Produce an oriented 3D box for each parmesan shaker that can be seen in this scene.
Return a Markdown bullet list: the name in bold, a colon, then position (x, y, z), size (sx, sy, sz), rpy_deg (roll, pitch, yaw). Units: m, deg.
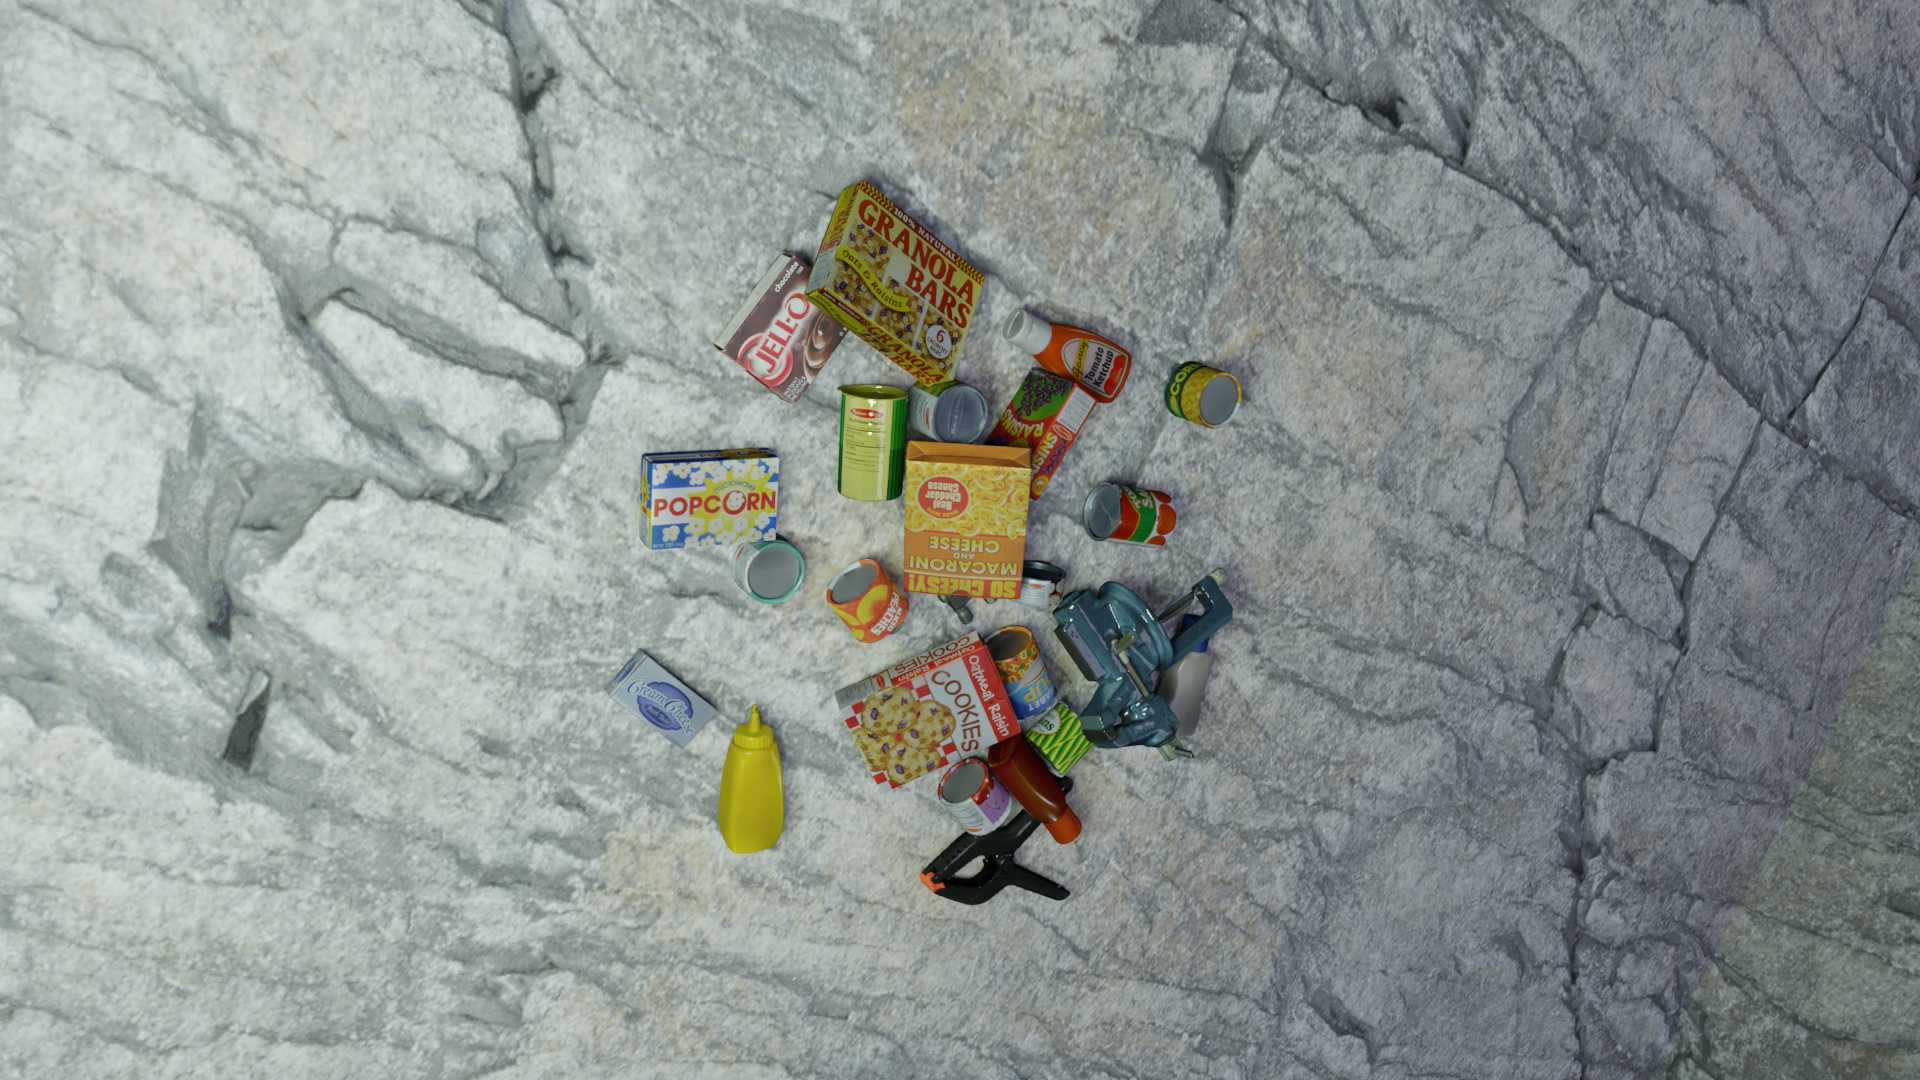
- **parmesan shaker**: position (-0.089, -0.097, 1.362), size (0.071, 0.071, 0.102), rpy_deg (-6, 111, -29)

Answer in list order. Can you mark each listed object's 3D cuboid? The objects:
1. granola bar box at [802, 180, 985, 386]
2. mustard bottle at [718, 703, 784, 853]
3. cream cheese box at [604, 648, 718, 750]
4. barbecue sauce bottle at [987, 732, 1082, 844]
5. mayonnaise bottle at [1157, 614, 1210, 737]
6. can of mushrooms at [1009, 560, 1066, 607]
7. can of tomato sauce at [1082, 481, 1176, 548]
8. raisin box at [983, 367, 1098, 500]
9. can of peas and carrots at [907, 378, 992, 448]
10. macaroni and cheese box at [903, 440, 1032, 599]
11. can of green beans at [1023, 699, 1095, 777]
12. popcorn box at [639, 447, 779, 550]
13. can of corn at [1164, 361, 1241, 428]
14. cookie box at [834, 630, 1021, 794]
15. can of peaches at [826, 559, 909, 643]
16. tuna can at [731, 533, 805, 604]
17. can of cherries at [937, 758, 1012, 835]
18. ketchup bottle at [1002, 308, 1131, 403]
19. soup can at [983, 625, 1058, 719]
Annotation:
- **granola bar box**: position (-0.060, -0.241, 1.314), size (0.165, 0.039, 0.124), rpy_deg (33, 63, -35)
- **mustard bottle**: position (-0.211, 0.238, 1.416), size (0.065, 0.049, 0.159), rpy_deg (-4, 108, -30)
- **cream cheese box**: position (-0.291, 0.156, 1.353), size (0.053, 0.024, 0.103), rpy_deg (-49, 124, -7)
- **barbecue sauce bottle**: position (0.087, 0.285, 1.586), size (0.043, 0.065, 0.148), rpy_deg (-25, 115, 23)
- **mayonnaise bottle**: position (0.272, 0.164, 1.686), size (0.065, 0.041, 0.147), rpy_deg (5, 104, -34)
- **can of mushrooms**: position (0.081, 0.046, 1.515), size (0.071, 0.071, 0.033), rpy_deg (-3, 109, -30)
- **can of tomato sauce**: position (0.190, -0.029, 1.551), size (0.083, 0.071, 0.071), rpy_deg (7, 103, -33)
- **raisin box**: position (0.077, -0.111, 1.442), size (0.040, 0.086, 0.123), rpy_deg (31, 90, -37)
- **can of peas and carrots**: position (-0.012, -0.131, 1.398), size (0.071, 0.059, 0.070), rpy_deg (-11, 113, -28)
- **macaroni and cheese box**: position (0.005, -0.018, 1.400), size (0.124, 0.040, 0.165), rpy_deg (4, 126, 1)
- **can of green beans**: position (0.115, 0.229, 1.598), size (0.058, 0.071, 0.071), rpy_deg (-40, 123, -12)
- **popcorn box**: position (-0.236, -0.040, 1.307), size (0.127, 0.038, 0.085), rpy_deg (-5, 109, -30)
- **can of corn**: position (0.271, -0.165, 1.556), size (0.071, 0.058, 0.071), rpy_deg (-11, 113, -28)
- **cookie box**: position (-0.033, 0.184, 1.480), size (0.167, 0.040, 0.122), rpy_deg (-24, 119, -3)
- **can of peaches**: position (-0.093, 0.062, 1.410), size (0.071, 0.071, 0.058), rpy_deg (-42, 122, -11)
- **tuna can**: position (-0.186, 0.028, 1.365), size (0.071, 0.033, 0.070), rpy_deg (-11, 112, -27)
- **can of cherries**: position (0.017, 0.286, 1.562), size (0.071, 0.071, 0.058), rpy_deg (-44, 123, -10)
- **ketchup bottle**: position (0.111, -0.198, 1.457), size (0.149, 0.043, 0.064), rpy_deg (22, 91, -34)
- **soup can**: position (0.065, 0.146, 1.536), size (0.071, 0.071, 0.083), rpy_deg (-32, 121, -17)
